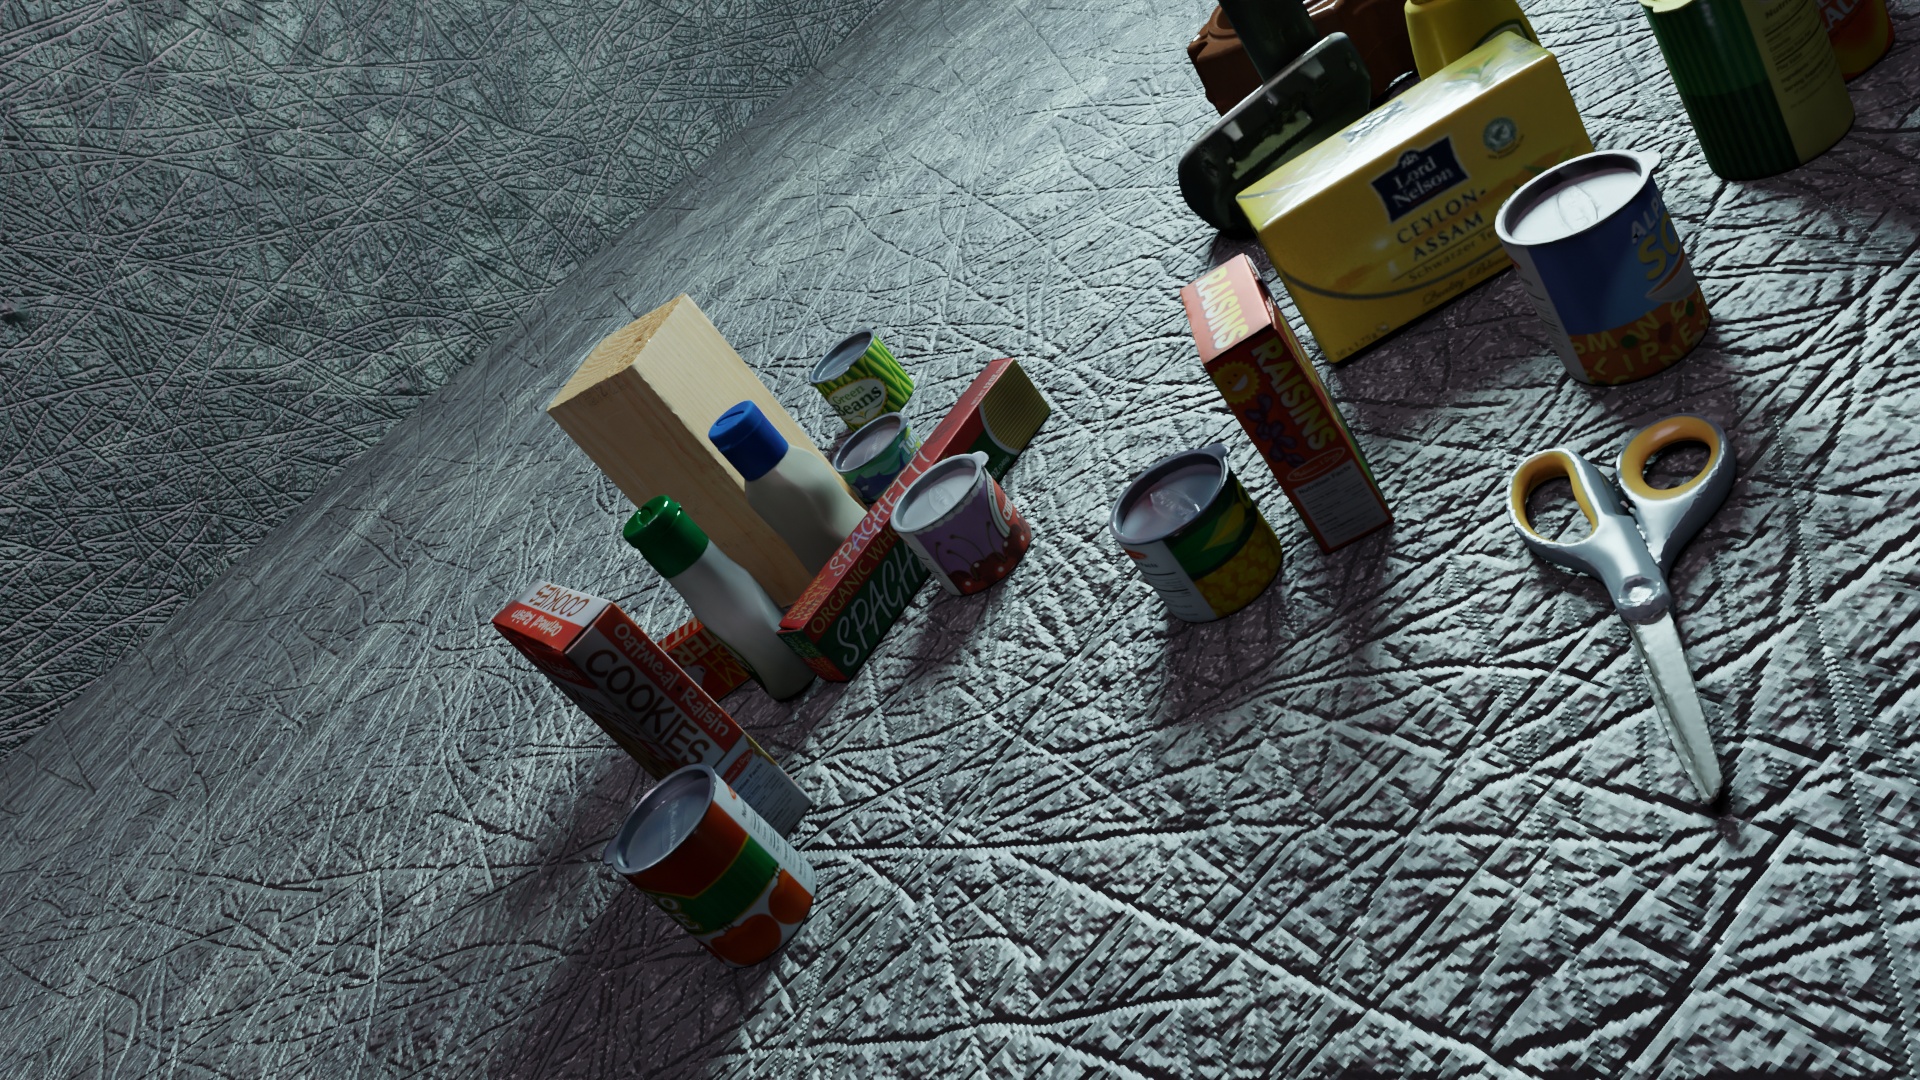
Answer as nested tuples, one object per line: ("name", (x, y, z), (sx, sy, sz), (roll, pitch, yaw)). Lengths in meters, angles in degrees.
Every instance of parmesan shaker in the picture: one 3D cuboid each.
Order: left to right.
("parmesan shaker", (0.376, -0.233, 0.668), (0.071, 0.103, 0.072), (-30, 28, 18))

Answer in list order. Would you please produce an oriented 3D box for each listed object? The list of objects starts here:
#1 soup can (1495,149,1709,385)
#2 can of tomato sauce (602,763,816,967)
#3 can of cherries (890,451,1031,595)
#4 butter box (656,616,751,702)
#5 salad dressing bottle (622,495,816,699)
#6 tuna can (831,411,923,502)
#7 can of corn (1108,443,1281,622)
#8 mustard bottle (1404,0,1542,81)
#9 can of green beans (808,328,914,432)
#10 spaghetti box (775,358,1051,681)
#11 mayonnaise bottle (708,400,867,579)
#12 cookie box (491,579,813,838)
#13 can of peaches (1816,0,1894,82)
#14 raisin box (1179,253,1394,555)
("soup can", (0.292, -0.123, 0.624), (0.071, 0.083, 0.072), (-30, 28, 18))
("can of tomato sauce", (-0.124, 0.165, 0.698), (0.071, 0.083, 0.071), (-30, 28, 18))
("can of cherries", (0.003, -0.011, 0.841), (0.071, 0.058, 0.072), (-30, 28, 18))
("butter box", (-0.166, 0.076, 0.924), (0.103, 0.053, 0.024), (-36, 26, 6))
("salad dressing bottle", (-0.146, 0.035, 0.857), (0.044, 0.147, 0.064), (-41, 26, -3))
("tuna can", (-0.058, -0.062, 1.028), (0.071, 0.032, 0.071), (-30, 28, 18))
("can of corn", (0.118, -0.004, 0.685), (0.071, 0.058, 0.071), (-30, 28, 18))
("mustard bottle", (0.291, -0.285, 0.795), (0.065, 0.160, 0.049), (-39, 26, 0))
("can of green beans", (-0.080, -0.130, 1.134), (0.071, 0.057, 0.071), (-30, 28, 18))
("spaghetti box", (-0.025, -0.018, 0.897), (0.028, 0.050, 0.251), (-2, 44, 51))
("mayonnaise bottle", (-0.101, -0.025, 0.895), (0.064, 0.147, 0.041), (-14, 35, 41))
("cookie box", (-0.174, 0.096, 0.775), (0.040, 0.167, 0.123), (-50, 28, -21))
("can of peaches", (0.430, -0.266, 0.704), (0.071, 0.058, 0.071), (-30, 28, 18))
("raisin box", (0.155, -0.066, 0.663), (0.040, 0.123, 0.086), (-29, 28, 19))
